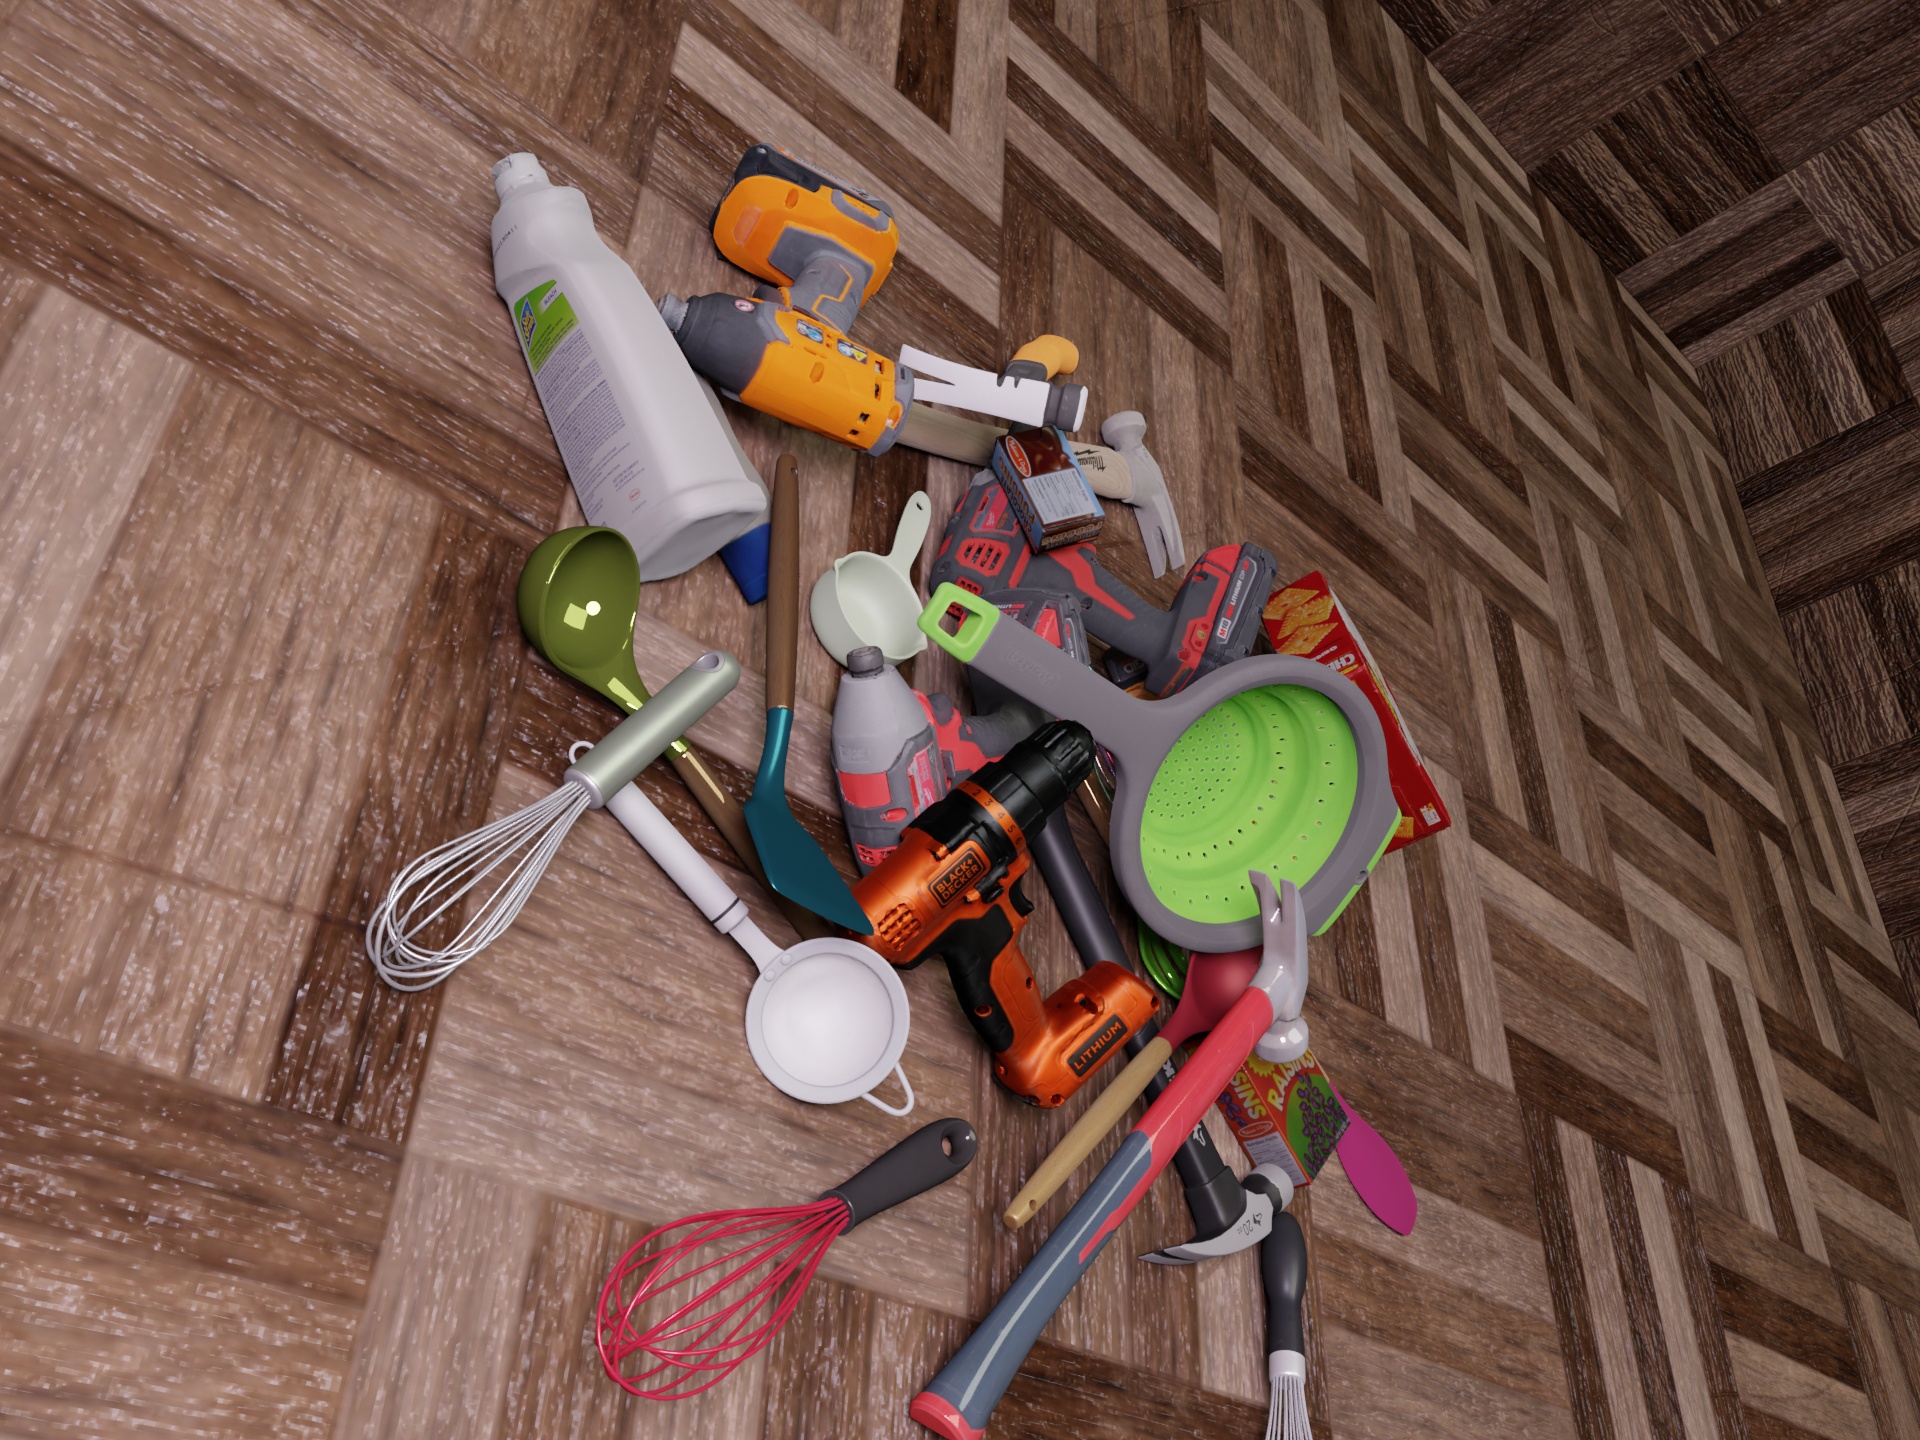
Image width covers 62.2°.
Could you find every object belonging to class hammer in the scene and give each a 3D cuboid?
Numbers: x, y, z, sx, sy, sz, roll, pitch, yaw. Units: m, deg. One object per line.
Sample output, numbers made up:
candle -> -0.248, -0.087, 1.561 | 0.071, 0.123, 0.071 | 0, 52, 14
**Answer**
hammer -> 0.108, 0.192, 1.044 | 0.146, 0.035, 0.335 | -15, 78, -53
hammer -> 0.043, -0.262, 1.188 | 0.127, 0.034, 0.337 | 14, 19, 5
hammer -> 0.030, -0.201, 1.215 | 0.410, 0.038, 0.146 | 4, 65, -47
hammer -> 0.098, 0.244, 0.908 | 0.386, 0.038, 0.143 | -40, 132, -40

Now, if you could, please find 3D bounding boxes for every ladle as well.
ladle -> 0.114, 0.216, 0.983 | 0.315, 0.031, 0.069 | -33, 95, -49
ladle -> -0.129, 0.035, 0.861 | 0.320, 0.062, 0.078 | 55, 44, -11

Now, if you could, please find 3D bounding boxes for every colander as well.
colander -> 0.114, 0.008, 1.013 | 0.396, 0.204, 0.095 | 31, 5, -32

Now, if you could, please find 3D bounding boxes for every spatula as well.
spatula -> -0.091, -0.029, 0.891 | 0.082, 0.044, 0.318 | 34, 43, -45

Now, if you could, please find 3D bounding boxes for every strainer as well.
strainer -> -0.115, 0.108, 0.840 | 0.087, 0.050, 0.258 | -42, 96, -8

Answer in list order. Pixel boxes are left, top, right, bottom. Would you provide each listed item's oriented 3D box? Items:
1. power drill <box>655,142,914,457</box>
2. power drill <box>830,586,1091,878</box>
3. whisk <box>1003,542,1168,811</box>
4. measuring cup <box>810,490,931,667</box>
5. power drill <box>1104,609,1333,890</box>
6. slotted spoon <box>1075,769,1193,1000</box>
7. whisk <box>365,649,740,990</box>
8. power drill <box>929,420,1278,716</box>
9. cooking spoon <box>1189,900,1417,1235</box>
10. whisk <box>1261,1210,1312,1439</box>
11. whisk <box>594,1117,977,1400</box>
power drill -> -0.114, -0.278, 1.028 | 0.164, 0.084, 0.227 | 20, 42, -24
power drill -> -0.002, -0.003, 0.984 | 0.220, 0.078, 0.143 | -36, 120, -51
whisk -> 0.084, -0.035, 1.169 | 0.245, 0.051, 0.047 | 60, 16, 7
measuring cup -> -0.052, -0.096, 1.050 | 0.083, 0.038, 0.168 | 43, 38, -22
power drill -> 0.220, 0.013, 1.257 | 0.185, 0.084, 0.226 | -33, 97, -55
slotted spoon -> 0.101, 0.064, 1.127 | 0.070, 0.031, 0.314 | -24, 83, -38
whisk -> -0.187, 0.039, 0.766 | 0.246, 0.058, 0.059 | -47, 142, -39
power drill -> 0.106, -0.121, 1.137 | 0.226, 0.080, 0.188 | 24, 59, -1
cooking spoon -> 0.255, 0.252, 1.185 | 0.319, 0.017, 0.069 | 55, 37, -8
whisk -> 0.202, 0.430, 0.978 | 0.070, 0.070, 0.285 | 39, 37, -25
whisk -> -0.073, 0.250, 0.783 | 0.295, 0.073, 0.073 | -10, 74, -58
